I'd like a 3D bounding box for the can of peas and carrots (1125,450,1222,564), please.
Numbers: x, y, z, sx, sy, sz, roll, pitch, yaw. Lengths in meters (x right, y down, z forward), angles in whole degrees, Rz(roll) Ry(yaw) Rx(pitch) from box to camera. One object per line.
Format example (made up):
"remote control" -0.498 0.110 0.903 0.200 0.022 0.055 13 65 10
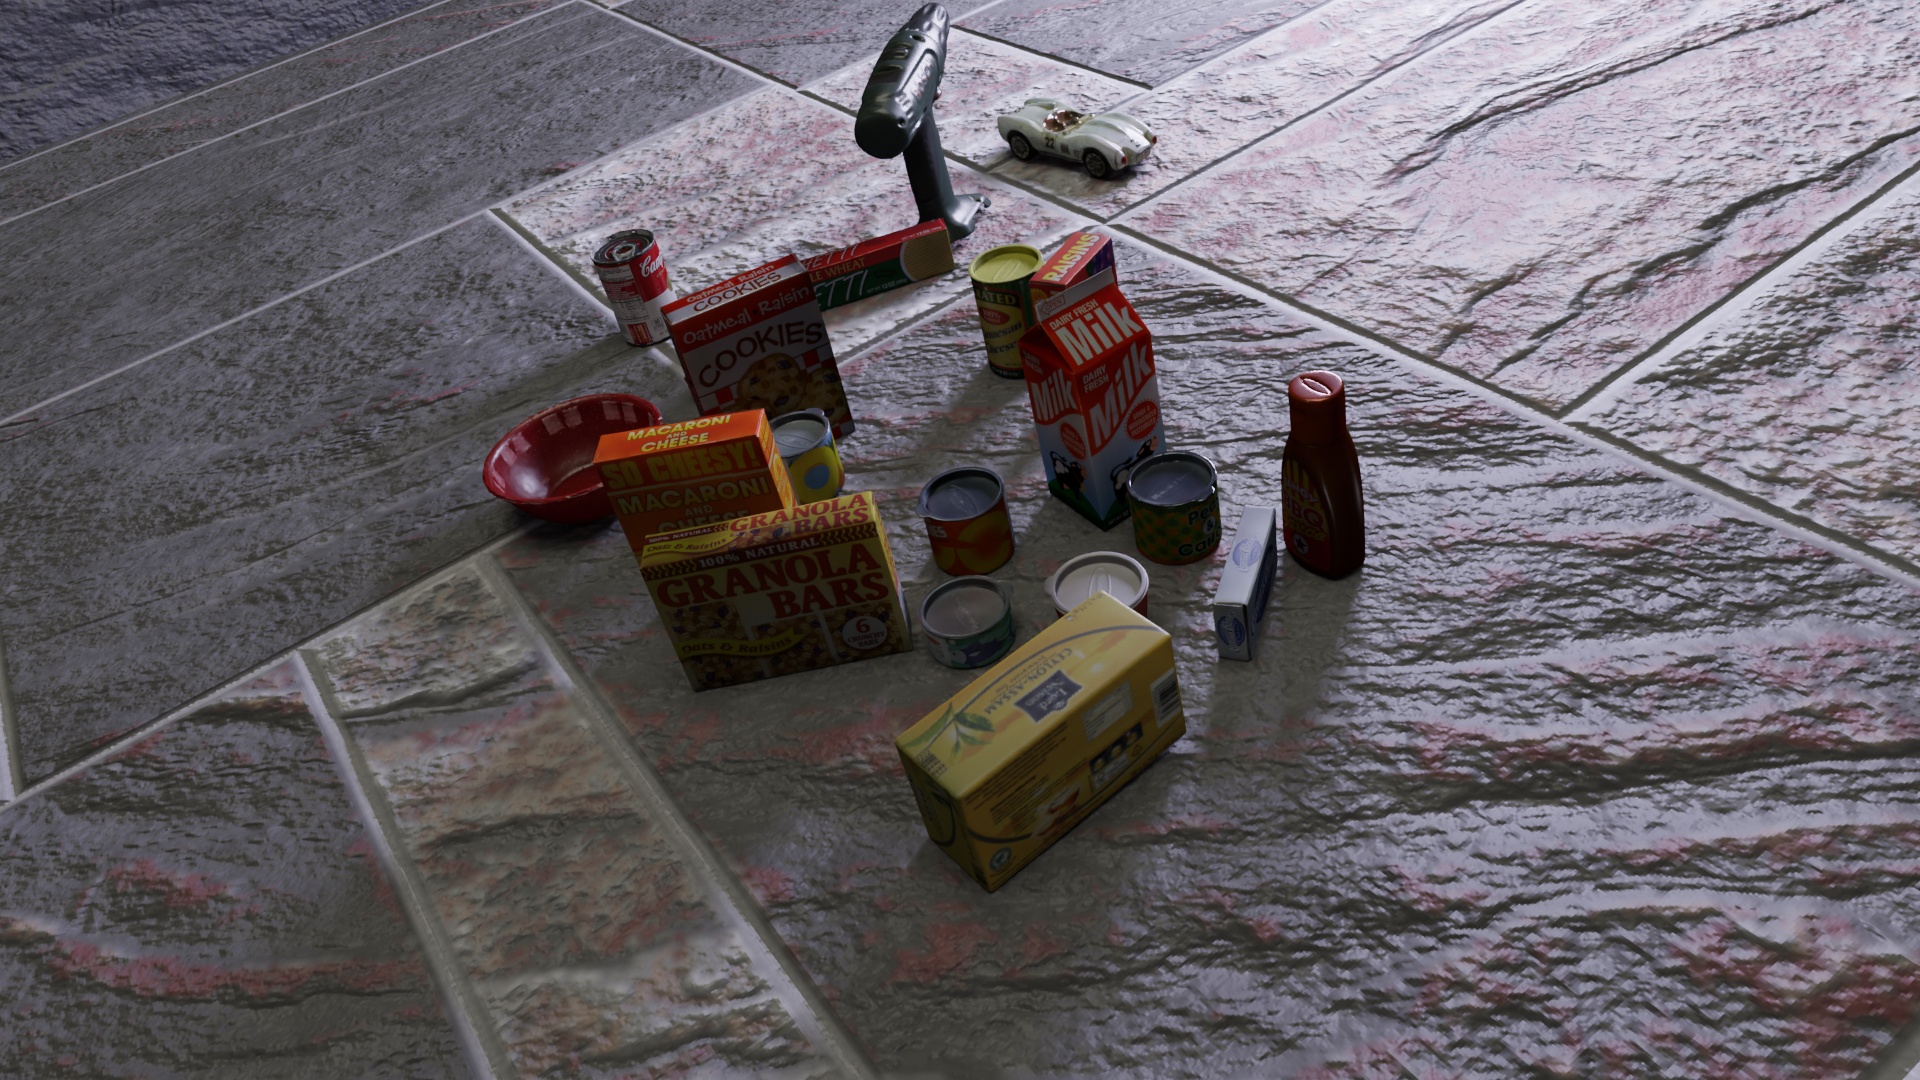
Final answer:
"can of peas and carrots" 0.160 -0.024 1.026 0.071 0.058 0.071 -9 39 7

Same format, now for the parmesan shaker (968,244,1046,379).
"parmesan shaker" 0.051 -0.204 1.244 0.071 0.102 0.072 -9 39 7

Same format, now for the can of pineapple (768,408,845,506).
"can of pineapple" -0.134 -0.068 1.172 0.071 0.057 0.071 -9 39 7

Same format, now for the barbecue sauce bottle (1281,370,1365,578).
"barbecue sauce bottle" 0.248 -0.046 0.956 0.044 0.147 0.065 -27 40 -16

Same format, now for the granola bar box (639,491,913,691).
"granola bar box" -0.127 0.037 0.987 0.165 0.123 0.039 -11 38 4

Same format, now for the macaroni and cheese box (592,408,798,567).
"macaroni and cheese box" -0.184 -0.013 1.033 0.124 0.165 0.040 -9 39 7

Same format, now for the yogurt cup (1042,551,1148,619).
"yogurt cup" 0.099 0.049 0.960 0.072 0.053 0.073 -9 39 7

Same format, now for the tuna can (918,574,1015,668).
"tuna can" 0.008 0.057 0.995 0.071 0.032 0.071 -9 39 7

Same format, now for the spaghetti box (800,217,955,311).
"spaghetti box" -0.129 -0.267 1.420 0.250 0.050 0.029 -18 39 -6

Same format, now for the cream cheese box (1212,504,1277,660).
"cream cheese box" 0.198 0.028 0.956 0.024 0.053 0.104 5 42 23

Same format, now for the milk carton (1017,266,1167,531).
"milk carton" 0.100 -0.109 1.044 0.072 0.189 0.073 -31 41 -20

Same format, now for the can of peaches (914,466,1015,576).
"can of peaches" 0.004 -0.013 1.062 0.071 0.057 0.071 -9 39 7

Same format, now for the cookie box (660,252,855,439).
"cookie box" -0.171 -0.145 1.190 0.123 0.166 0.040 -25 40 -14

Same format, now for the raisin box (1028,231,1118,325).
"raisin box" 0.103 -0.190 1.195 0.040 0.122 0.086 14 46 31
